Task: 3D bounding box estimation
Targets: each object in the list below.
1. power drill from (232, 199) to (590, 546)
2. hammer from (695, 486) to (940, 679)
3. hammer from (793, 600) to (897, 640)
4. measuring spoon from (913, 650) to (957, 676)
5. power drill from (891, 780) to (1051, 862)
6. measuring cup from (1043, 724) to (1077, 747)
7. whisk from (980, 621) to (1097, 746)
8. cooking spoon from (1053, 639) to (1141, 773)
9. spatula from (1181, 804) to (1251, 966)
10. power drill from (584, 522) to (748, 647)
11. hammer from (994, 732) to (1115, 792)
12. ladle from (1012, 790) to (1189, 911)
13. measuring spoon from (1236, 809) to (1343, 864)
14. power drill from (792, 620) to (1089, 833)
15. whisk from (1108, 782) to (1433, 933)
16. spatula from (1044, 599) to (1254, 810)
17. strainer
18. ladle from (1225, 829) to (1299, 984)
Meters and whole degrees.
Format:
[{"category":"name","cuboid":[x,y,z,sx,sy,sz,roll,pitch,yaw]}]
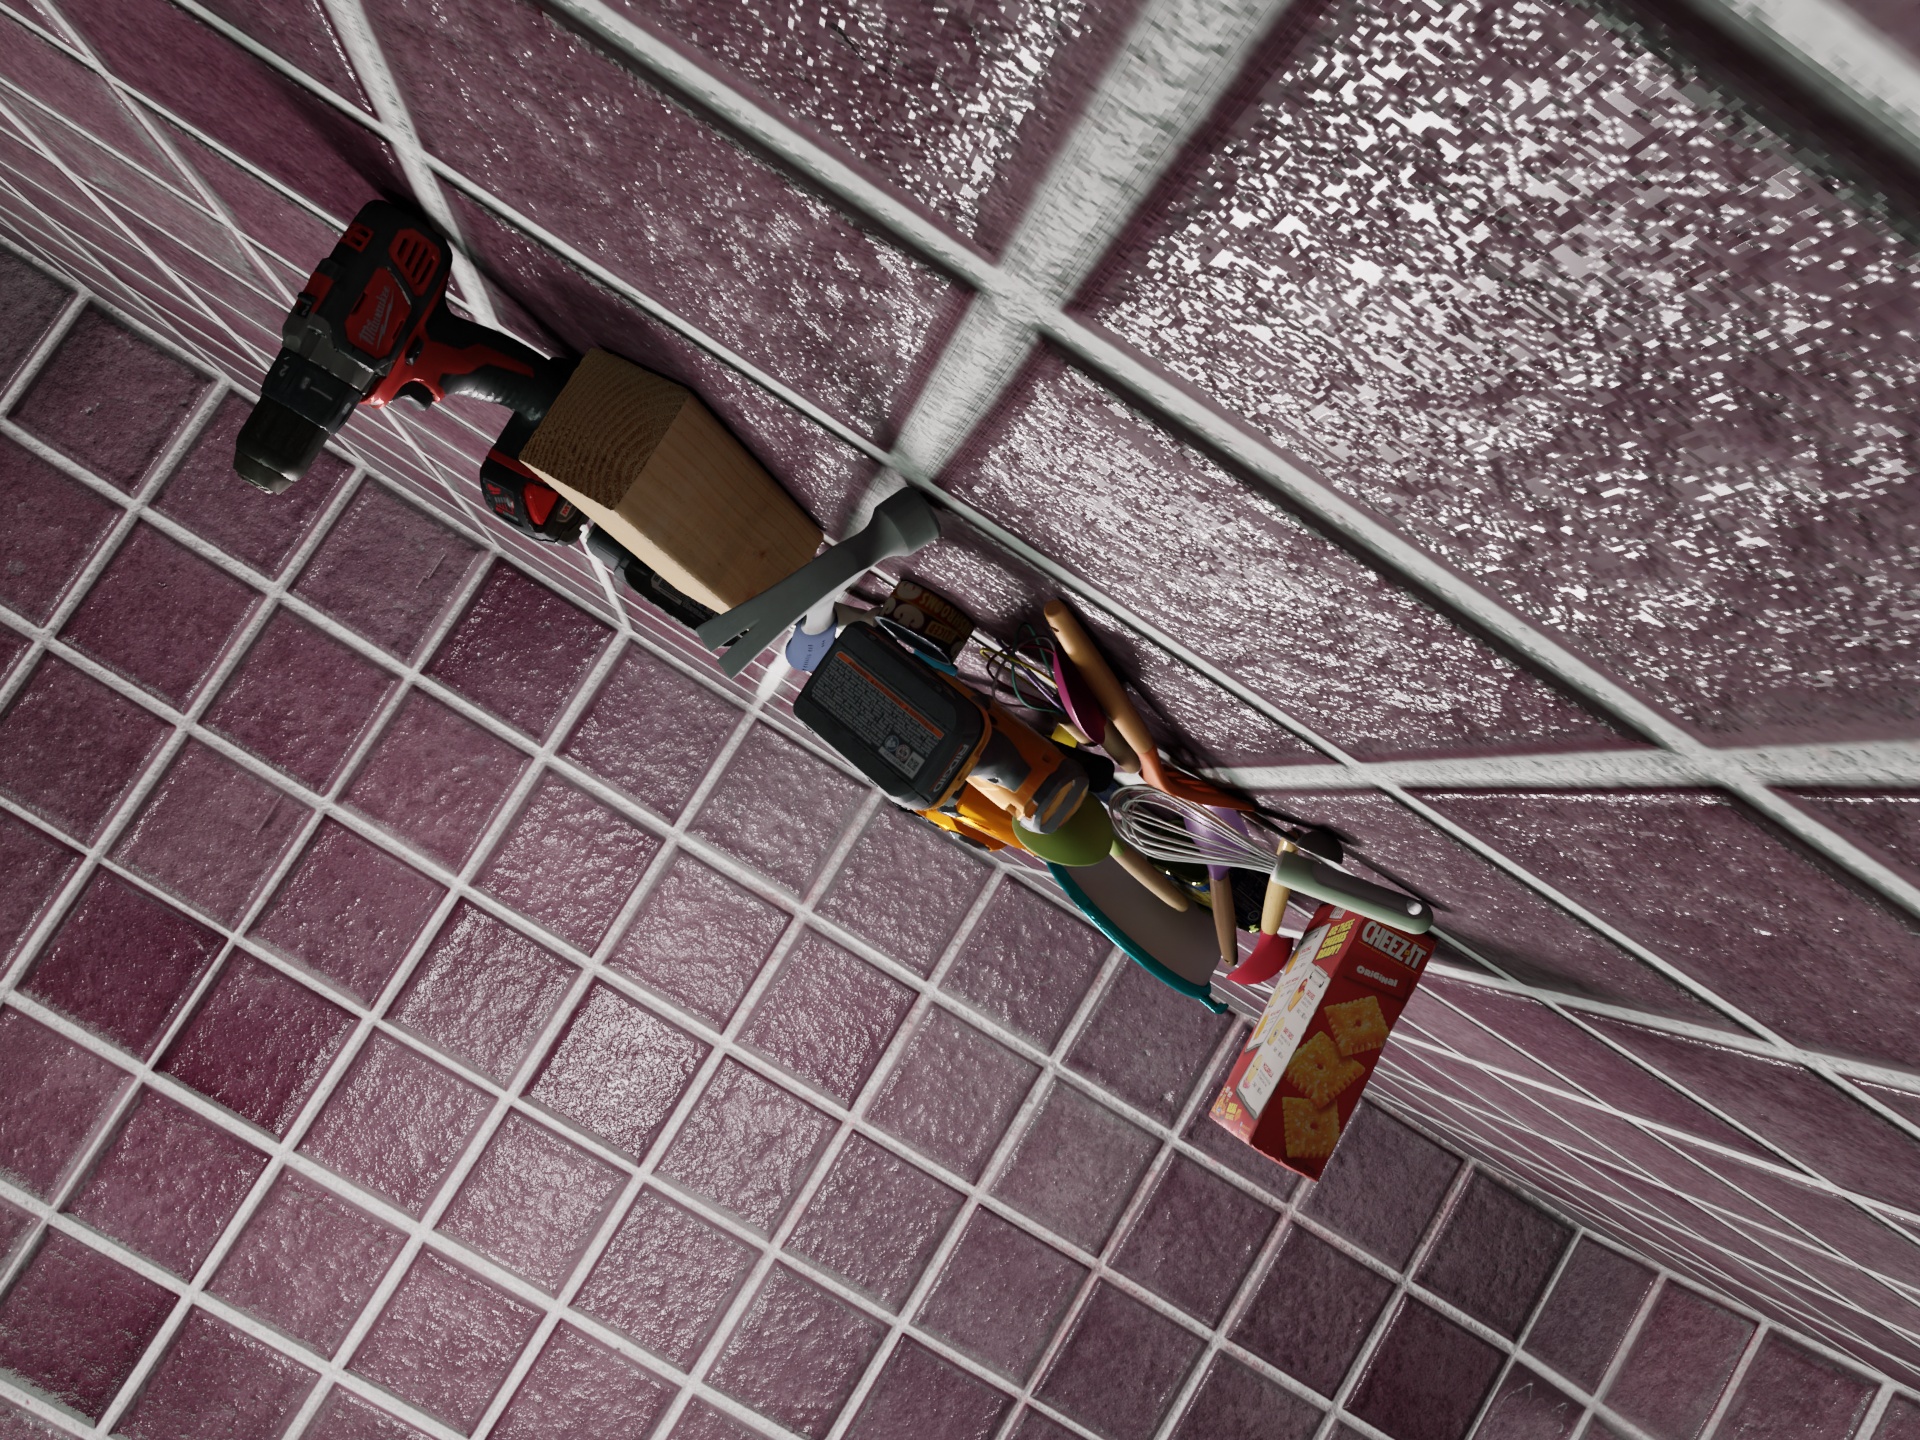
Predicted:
[{"category":"power drill","cuboid":[-0.333,-0.193,1.015,0.080,0.188,0.226,27,176,39]},{"category":"hammer","cuboid":[-0.100,-0.066,1.058,0.035,0.144,0.405,55,172,-1]},{"category":"hammer","cuboid":[-0.205,-0.134,1.230,0.331,0.031,0.130,26,169,-34]},{"category":"measuring spoon","cuboid":[-0.022,-0.036,1.411,0.042,0.021,0.128,30,172,10]},{"category":"power drill","cuboid":[0.004,0.059,1.389,0.164,0.084,0.226,26,175,-9]},{"category":"measuring cup","cuboid":[0.090,0.021,1.362,0.062,0.029,0.156,36,162,7]},{"category":"whisk","cuboid":[0.063,-0.018,1.111,0.047,0.051,0.244,-7,166,16]},{"category":"cooking spoon","cuboid":[0.099,0.005,1.114,0.318,0.017,0.069,39,-146,-72]},{"category":"spatula","cuboid":[0.216,0.137,1.309,0.060,0.018,0.315,25,157,25]},{"category":"power drill","cuboid":[-0.288,-0.142,1.608,0.190,0.080,0.228,33,175,-16]},{"category":"hammer","cuboid":[-0.002,-0.004,1.372,0.149,0.036,0.409,24,179,-34]},{"category":"ladle","cuboid":[0.128,0.121,1.294,0.078,0.062,0.319,38,178,32]},{"category":"measuring spoon","cuboid":[0.234,0.075,1.145,0.034,0.018,0.124,20,-175,-27]},{"category":"power drill","cuboid":[-0.024,-0.003,1.089,0.185,0.084,0.226,38,-172,25]},{"category":"whisk","cuboid":[0.223,0.102,1.154,0.246,0.058,0.059,20,137,9]},{"category":"spatula","cuboid":[0.119,-0.003,1.057,0.081,0.041,0.322,27,167,33]},{"category":"strainer","cuboid":[0.182,0.144,1.597,0.211,0.095,0.341,38,-169,-15]},{"category":"ladle","cuboid":[0.257,0.158,1.305,0.031,0.069,0.315,56,169,26]}]
